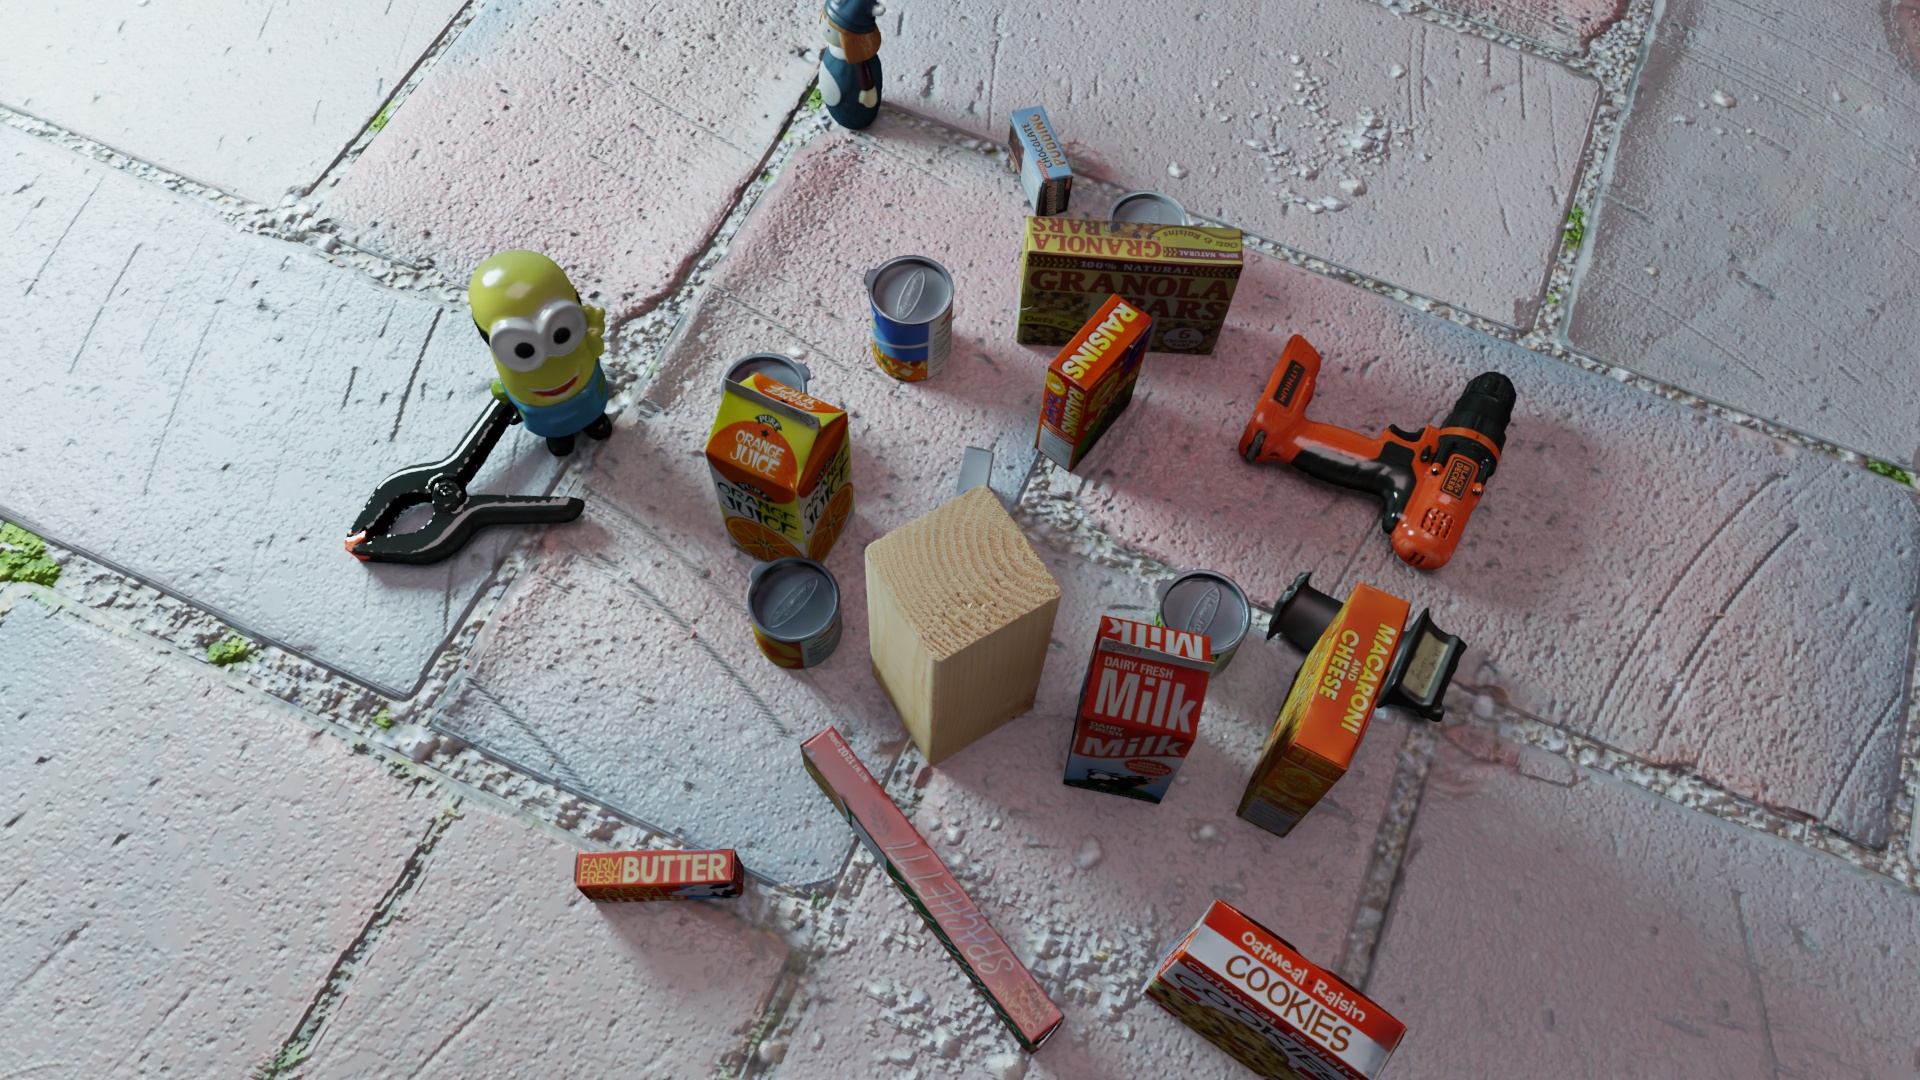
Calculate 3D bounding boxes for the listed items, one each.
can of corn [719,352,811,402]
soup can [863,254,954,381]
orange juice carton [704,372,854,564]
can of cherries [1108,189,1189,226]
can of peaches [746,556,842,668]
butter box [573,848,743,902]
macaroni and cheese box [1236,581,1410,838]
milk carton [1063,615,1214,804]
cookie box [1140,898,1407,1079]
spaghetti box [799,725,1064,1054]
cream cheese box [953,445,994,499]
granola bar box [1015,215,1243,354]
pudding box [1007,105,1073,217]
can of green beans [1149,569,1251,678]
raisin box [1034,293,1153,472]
[{"bbox_3d":[-0.148,-0.104,1.079,0.071,0.058,0.071,1,64,-2],"label":"can of corn"},{"bbox_3d":[-0.041,-0.177,1.105,0.071,0.083,0.071,1,64,-2],"label":"soup can"},{"bbox_3d":[-0.125,-0.050,0.979,0.072,0.191,0.073,25,66,10],"label":"orange juice carton"},{"bbox_3d":[0.155,-0.248,1.162,0.071,0.058,0.072,1,64,-2],"label":"can of cherries"},{"bbox_3d":[-0.120,0.052,1.004,0.071,0.057,0.071,1,64,-2],"label":"can of peaches"},{"bbox_3d":[-0.198,0.222,0.919,0.103,0.053,0.024,-1,64,-3],"label":"butter box"},{"bbox_3d":[0.240,0.117,0.926,0.040,0.165,0.124,25,66,10],"label":"macaroni and cheese box"},{"bbox_3d":[0.115,0.107,0.912,0.072,0.189,0.074,12,64,4],"label":"milk carton"},{"bbox_3d":[0.183,0.282,0.841,0.123,0.166,0.040,32,67,13],"label":"cookie box"},{"bbox_3d":[-0.022,0.230,0.924,0.029,0.050,0.250,-36,70,-17],"label":"spaghetti box"},{"bbox_3d":[0.004,-0.013,1.043,0.024,0.053,0.104,11,64,3],"label":"cream cheese box"},{"bbox_3d":[0.130,-0.200,1.101,0.166,0.123,0.039,3,64,-1],"label":"granola bar box"},{"bbox_3d":[0.068,-0.329,1.204,0.030,0.049,0.084,-16,65,-10],"label":"pudding box"},{"bbox_3d":[0.173,0.062,1.010,0.071,0.057,0.071,1,64,-2],"label":"can of green beans"},{"bbox_3d":[0.100,-0.118,1.060,0.040,0.123,0.086,37,68,15],"label":"raisin box"}]
